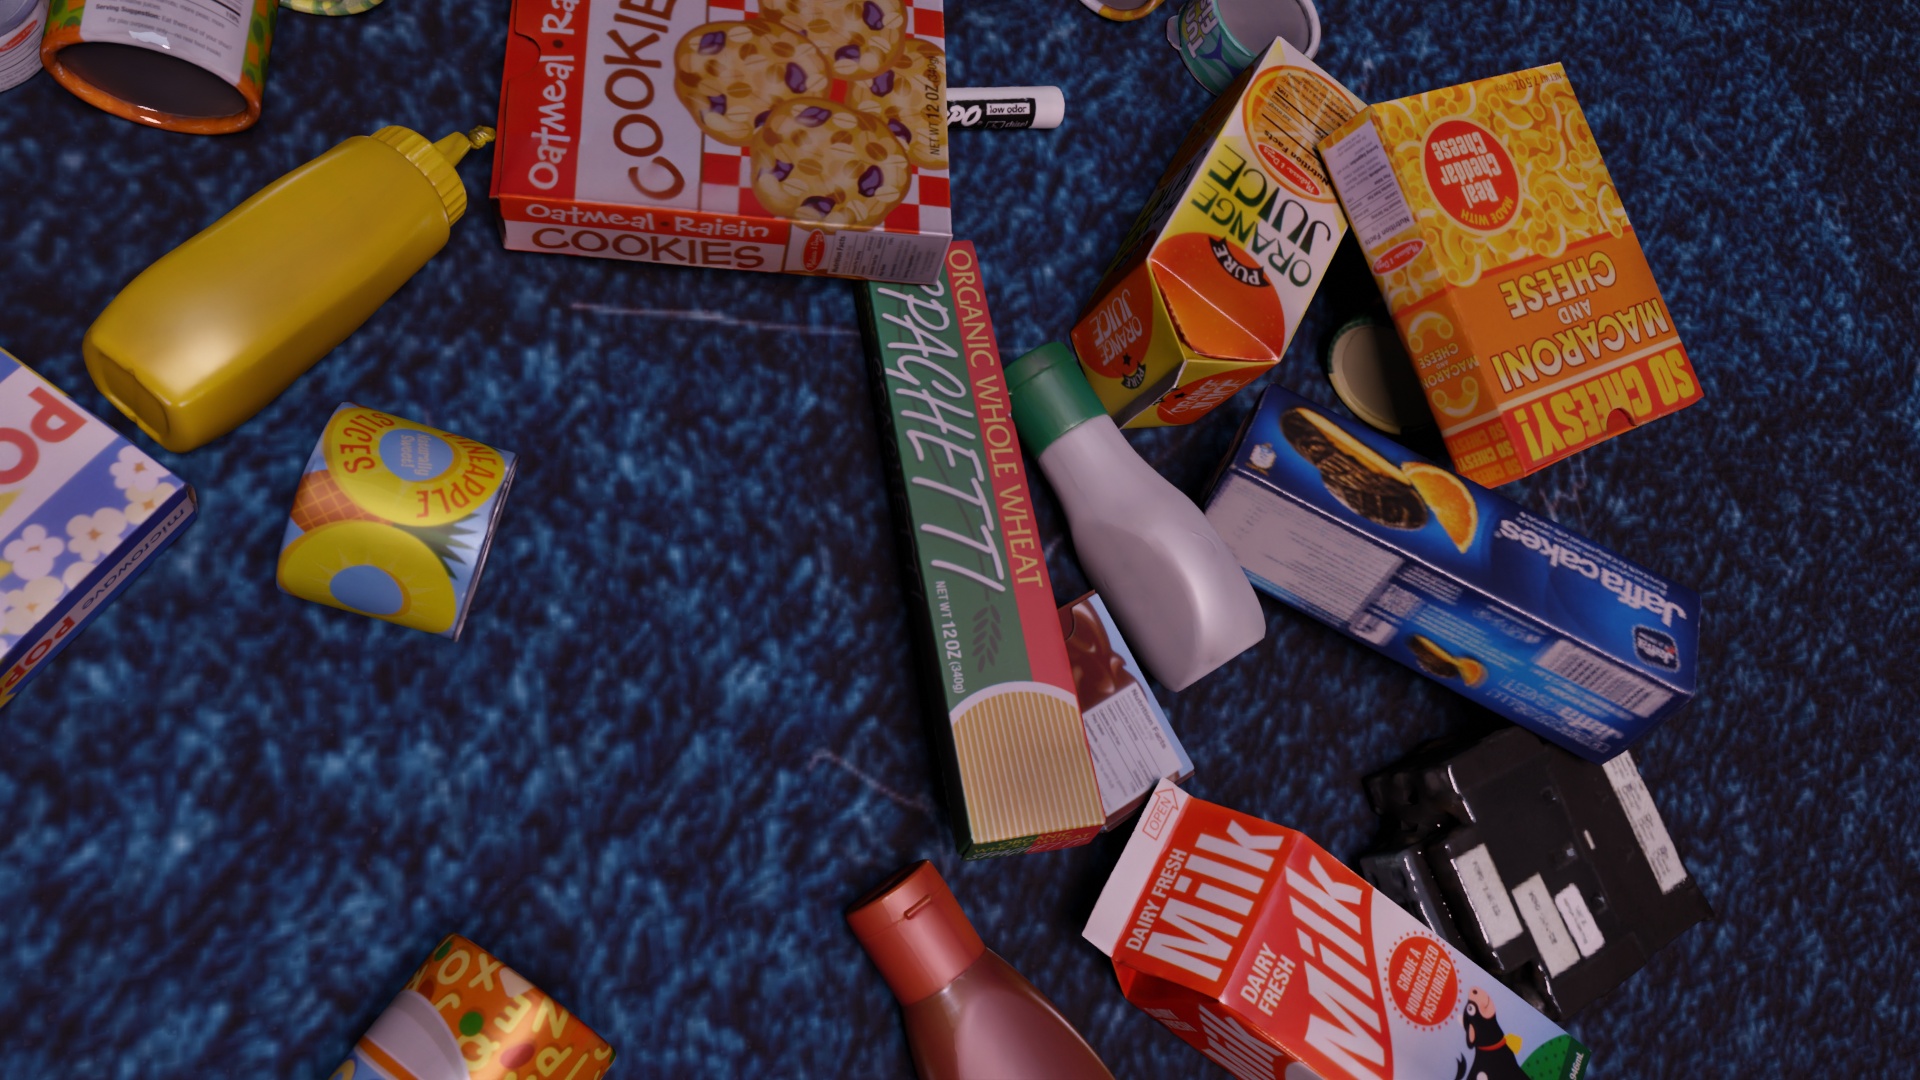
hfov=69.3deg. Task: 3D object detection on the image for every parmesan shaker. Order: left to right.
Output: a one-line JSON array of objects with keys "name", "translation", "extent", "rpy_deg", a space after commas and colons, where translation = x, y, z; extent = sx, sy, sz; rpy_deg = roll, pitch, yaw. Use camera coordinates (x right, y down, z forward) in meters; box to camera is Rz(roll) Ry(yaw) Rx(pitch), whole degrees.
[{"name": "parmesan shaker", "translation": [0.232, -0.102, 0.659], "extent": [0.103, 0.071, 0.071], "rpy_deg": [-42, 93, -28]}]

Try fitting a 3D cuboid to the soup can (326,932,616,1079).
[{"name": "soup can", "translation": [-0.155, 0.168, 0.409], "extent": [0.071, 0.071, 0.084], "rpy_deg": [40, 63, -7]}]

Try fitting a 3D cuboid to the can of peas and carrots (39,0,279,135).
[{"name": "can of peas and carrots", "translation": [-0.270, -0.178, 0.473], "extent": [0.071, 0.070, 0.059], "rpy_deg": [7, 77, -21]}]

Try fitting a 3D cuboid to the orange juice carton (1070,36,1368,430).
[{"name": "orange juice carton", "translation": [0.114, -0.124, 0.614], "extent": [0.073, 0.071, 0.193], "rpy_deg": [35, 63, -9]}]

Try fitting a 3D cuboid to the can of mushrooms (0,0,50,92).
[{"name": "can of mushrooms", "translation": [-0.342, -0.186, 0.463], "extent": [0.071, 0.033, 0.071], "rpy_deg": [7, 72, -21]}]

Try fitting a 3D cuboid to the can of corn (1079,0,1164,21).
[{"name": "can of corn", "translation": [0.087, -0.290, 0.656], "extent": [0.071, 0.071, 0.058], "rpy_deg": [45, 64, -4]}]

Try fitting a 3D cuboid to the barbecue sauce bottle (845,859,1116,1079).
[{"name": "barbecue sauce bottle", "translation": [0.014, 0.185, 0.490], "extent": [0.065, 0.043, 0.148], "rpy_deg": [-31, 87, -28]}]

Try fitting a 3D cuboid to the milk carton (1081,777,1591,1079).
[{"name": "milk carton", "translation": [0.135, 0.172, 0.528], "extent": [0.190, 0.073, 0.072], "rpy_deg": [37, 64, -8]}]

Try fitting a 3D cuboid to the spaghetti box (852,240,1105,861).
[{"name": "spaghetti box", "translation": [0.002, -0.007, 0.530], "extent": [0.050, 0.028, 0.251], "rpy_deg": [-5, 67, -15]}]

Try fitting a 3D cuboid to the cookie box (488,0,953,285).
[{"name": "cookie box", "translation": [-0.089, -0.168, 0.542], "extent": [0.168, 0.040, 0.123], "rpy_deg": [3, 68, -12]}]

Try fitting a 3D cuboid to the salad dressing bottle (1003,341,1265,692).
[{"name": "salad dressing bottle", "translation": [0.065, -0.012, 0.566], "extent": [0.044, 0.064, 0.148], "rpy_deg": [-26, 78, -30]}]

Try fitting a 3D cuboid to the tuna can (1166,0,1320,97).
[{"name": "tuna can", "translation": [0.141, -0.254, 0.689], "extent": [0.071, 0.032, 0.071], "rpy_deg": [7, 71, -21]}]

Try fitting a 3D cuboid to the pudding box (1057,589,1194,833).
[{"name": "pudding box", "translation": [0.050, 0.068, 0.550], "extent": [0.050, 0.030, 0.083], "rpy_deg": [-27, 85, -26]}]

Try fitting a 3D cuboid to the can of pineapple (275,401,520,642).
[{"name": "can of pineapple", "translation": [-0.182, -0.007, 0.454], "extent": [0.058, 0.070, 0.071], "rpy_deg": [18, 68, -17]}]

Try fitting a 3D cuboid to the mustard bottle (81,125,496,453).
[{"name": "mustard bottle", "translation": [-0.218, -0.098, 0.474], "extent": [0.049, 0.065, 0.161], "rpy_deg": [43, 57, -11]}]

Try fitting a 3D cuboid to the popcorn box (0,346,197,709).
[{"name": "popcorn box", "translation": [-0.309, 0.007, 0.412], "extent": [0.085, 0.038, 0.127], "rpy_deg": [38, 63, -8]}]

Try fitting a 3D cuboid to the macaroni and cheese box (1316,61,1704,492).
[{"name": "macaroni and cheese box", "translation": [0.242, -0.117, 0.607], "extent": [0.124, 0.040, 0.166], "rpy_deg": [-20, 86, -27]}]

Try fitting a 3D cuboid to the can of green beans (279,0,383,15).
[{"name": "can of green beans", "translation": [-0.237, -0.235, 0.505], "extent": [0.071, 0.071, 0.058], "rpy_deg": [7, 72, -21]}]
